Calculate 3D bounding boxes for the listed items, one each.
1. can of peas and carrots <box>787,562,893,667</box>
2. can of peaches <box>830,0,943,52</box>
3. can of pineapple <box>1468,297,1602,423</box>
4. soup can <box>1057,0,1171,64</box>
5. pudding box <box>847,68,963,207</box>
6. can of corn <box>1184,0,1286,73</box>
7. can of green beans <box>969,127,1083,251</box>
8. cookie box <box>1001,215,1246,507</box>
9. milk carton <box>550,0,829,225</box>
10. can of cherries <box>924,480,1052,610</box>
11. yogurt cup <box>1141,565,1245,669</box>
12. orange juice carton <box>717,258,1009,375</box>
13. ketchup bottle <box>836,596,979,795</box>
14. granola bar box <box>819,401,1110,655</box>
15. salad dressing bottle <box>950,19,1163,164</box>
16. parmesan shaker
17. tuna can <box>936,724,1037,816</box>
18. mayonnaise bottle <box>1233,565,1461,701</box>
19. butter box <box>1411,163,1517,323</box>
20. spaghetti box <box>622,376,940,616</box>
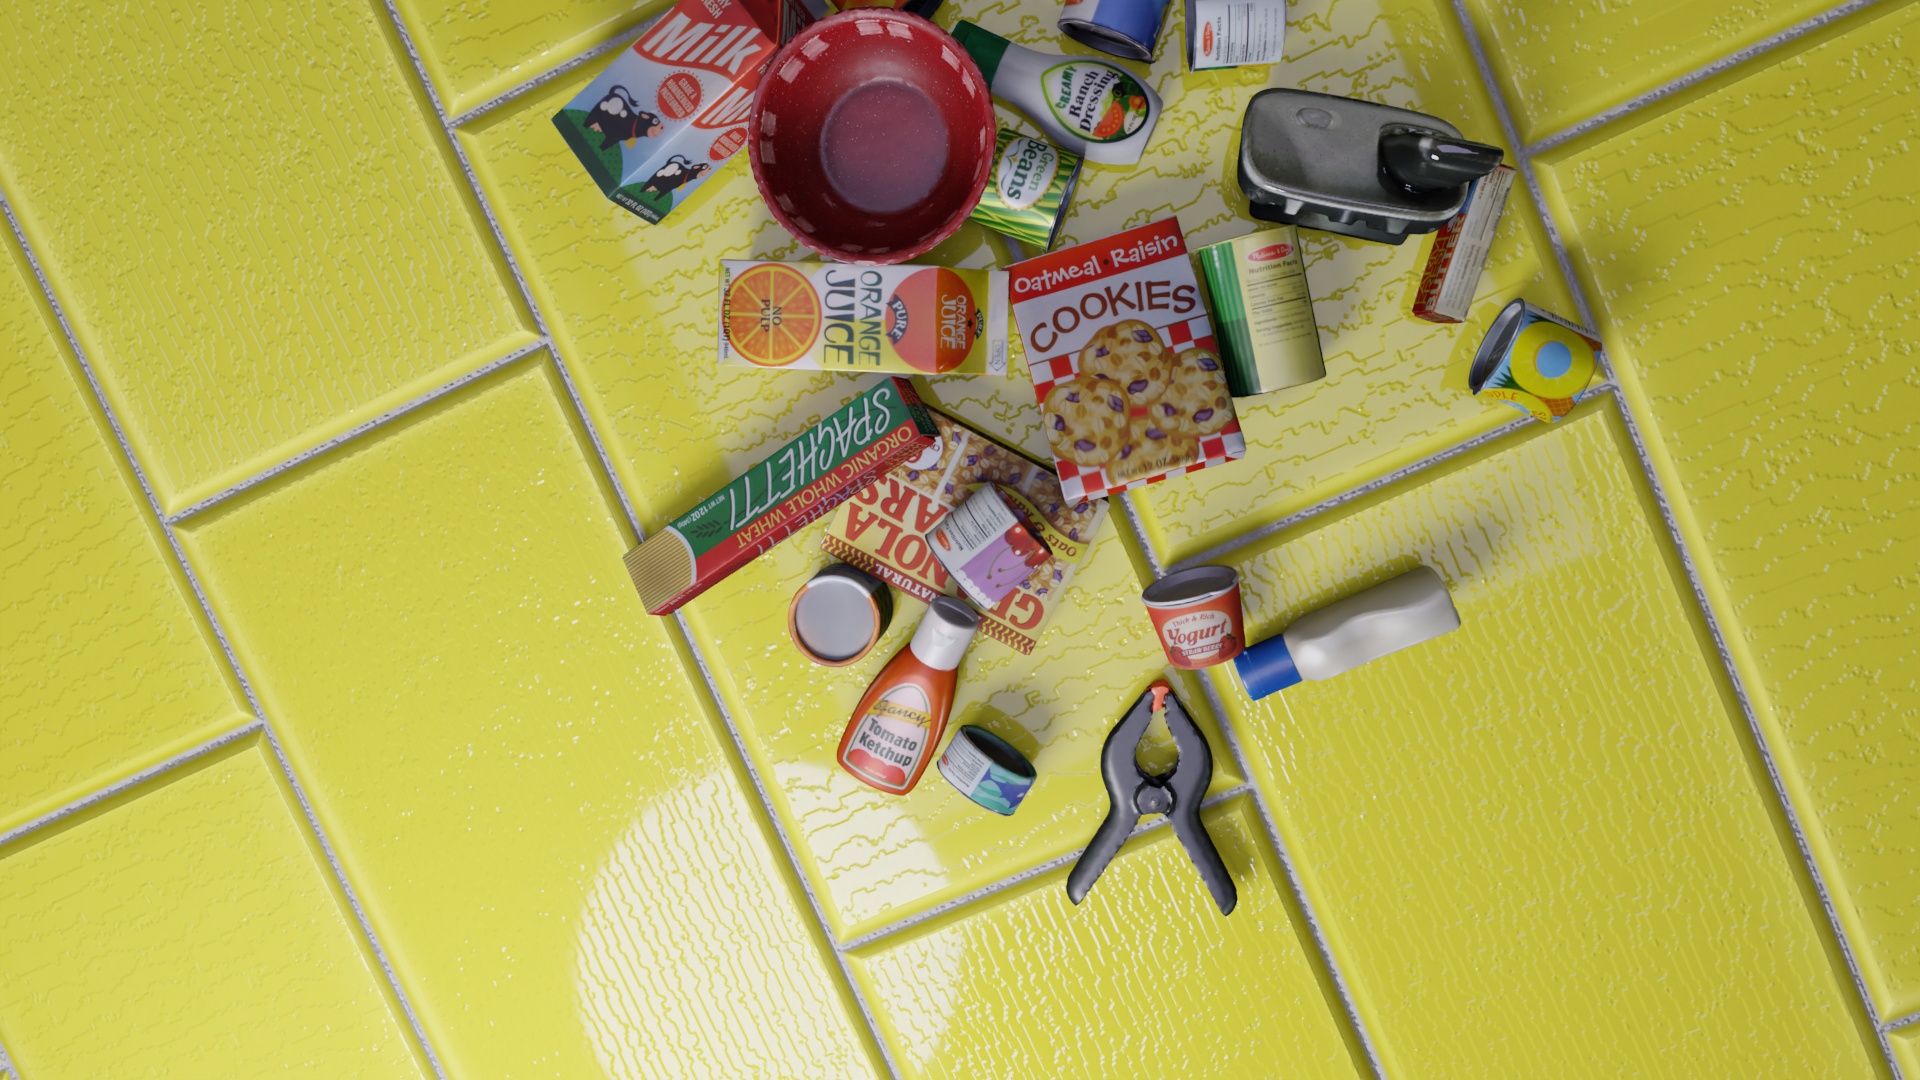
[{"bbox_3d":[-0.084,0.054,0.981,0.071,0.059,0.071,1,97,6],"label":"can of peas and carrots"},{"bbox_3d":[-0.053,-0.366,0.923,0.071,0.071,0.058,-39,93,9],"label":"can of peaches"},{"bbox_3d":[0.377,-0.116,0.915,0.058,0.071,0.071,25,99,1],"label":"can of pineapple"},{"bbox_3d":[0.111,-0.366,0.909,0.071,0.071,0.083,20,98,2],"label":"soup can"},{"bbox_3d":[-0.030,-0.274,0.950,0.049,0.030,0.083,-42,92,10],"label":"pudding box"},{"bbox_3d":[0.178,-0.343,0.906,0.058,0.071,0.071,-3,97,5],"label":"can of corn"},{"bbox_3d":[0.044,-0.235,0.930,0.058,0.071,0.071,22,99,2],"label":"can of green beans"},{"bbox_3d":[0.108,-0.120,0.932,0.123,0.040,0.167,-16,81,6],"label":"cookie box"},{"bbox_3d":[-0.170,-0.307,0.930,0.190,0.072,0.073,-38,79,8],"label":"milk carton"},{"bbox_3d":[0.020,0.004,0.923,0.058,0.071,0.071,-41,92,7],"label":"can of cherries"},{"bbox_3d":[0.164,0.054,0.957,0.072,0.072,0.053,-15,104,7],"label":"yogurt cup"},{"bbox_3d":[-0.063,-0.151,0.942,0.193,0.073,0.071,3,98,7],"label":"orange juice carton"},{"bbox_3d":[-0.033,0.107,0.970,0.065,0.044,0.148,27,116,1],"label":"ketchup bottle"},{"bbox_3d":[0.003,-0.012,0.975,0.165,0.039,0.124,28,98,1],"label":"granola bar box"},{"bbox_3d":[0.060,-0.302,0.931,0.148,0.044,0.064,24,90,2],"label":"salad dressing bottle"},{"bbox_3d":[0.198,-0.151,0.926,0.071,0.071,0.103,-12,97,7],"label":"parmesan shaker"},{"bbox_3d":[0.021,0.163,0.983,0.071,0.071,0.032,33,99,0],"label":"tuna can"},{"bbox_3d":[0.262,0.066,0.952,0.148,0.065,0.041,-25,103,12],"label":"mayonnaise bottle"},{"bbox_3d":[0.331,-0.195,0.916,0.024,0.053,0.103,16,99,0],"label":"butter box"},{"bbox_3d":[-0.128,-0.028,0.963,0.249,0.029,0.050,-32,76,18],"label":"spaghetti box"}]
